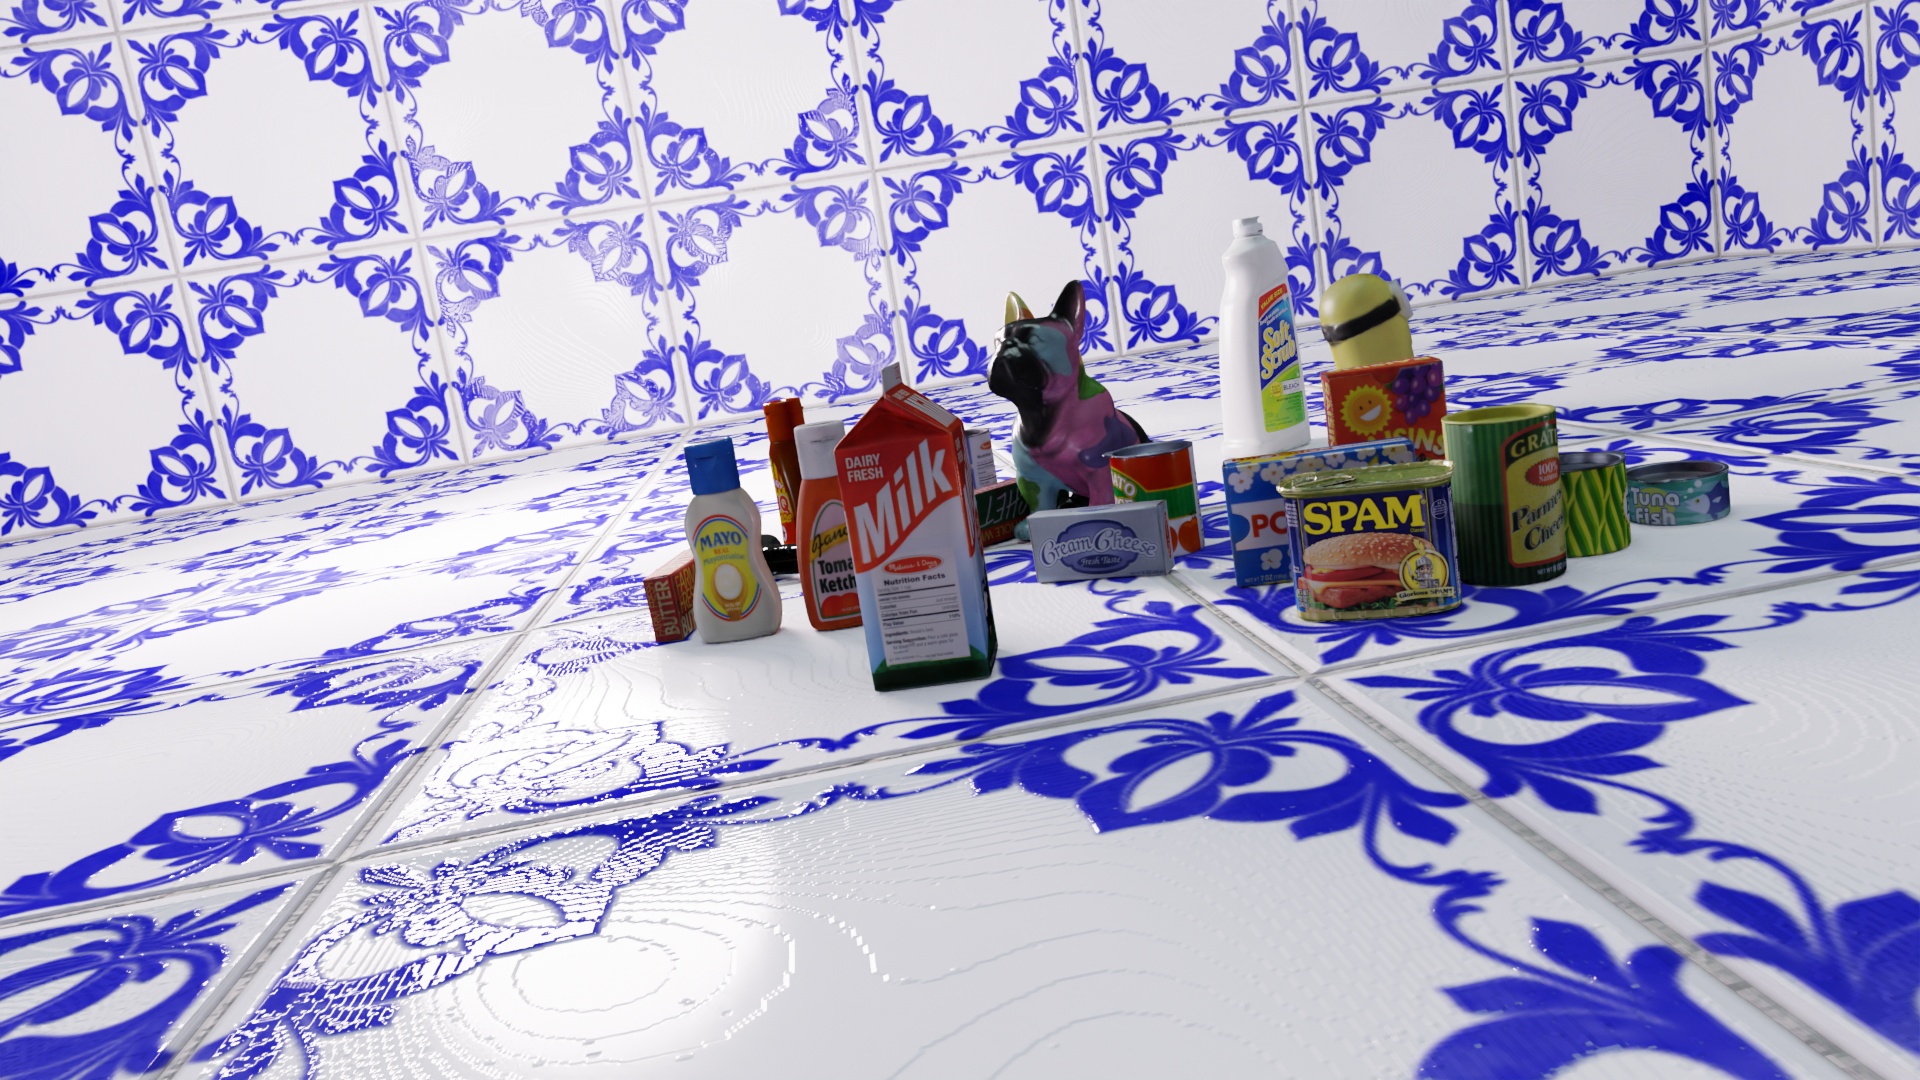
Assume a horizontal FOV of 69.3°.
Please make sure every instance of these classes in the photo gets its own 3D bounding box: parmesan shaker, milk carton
[{"bbox_3d":[0.340,-0.029,0.864,0.071,0.103,0.071,-9,10,2],"label":"parmesan shaker"},{"bbox_3d":[-0.028,-0.012,0.844,0.073,0.190,0.072,-8,10,7],"label":"milk carton"}]

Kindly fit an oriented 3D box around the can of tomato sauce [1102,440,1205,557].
[{"bbox_3d":[0.152,-0.032,1.090,0.071,0.083,0.071,-9,10,2],"label":"can of tomato sauce"}]

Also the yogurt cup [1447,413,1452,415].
[{"bbox_3d":[0.405,-0.076,1.192,0.072,0.054,0.072,-9,10,2],"label":"yogurt cup"}]

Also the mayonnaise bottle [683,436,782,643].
[{"bbox_3d":[-0.173,-0.001,1.023,0.065,0.147,0.041,-9,10,3],"label":"mayonnaise bottle"}]

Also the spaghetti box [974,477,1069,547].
[{"bbox_3d":[0.004,-0.015,1.218,0.251,0.050,0.028,-18,14,-41],"label":"spaghetti box"}]

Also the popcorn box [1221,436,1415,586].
[{"bbox_3d":[0.245,-0.020,0.941,0.127,0.085,0.038,-7,10,10],"label":"popcorn box"}]

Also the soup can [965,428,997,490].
[{"bbox_3d":[0.001,-0.067,1.402,0.071,0.083,0.071,-9,10,2],"label":"soup can"}]

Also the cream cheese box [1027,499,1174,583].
[{"bbox_3d":[0.104,0.001,1.035,0.104,0.053,0.024,-5,11,23],"label":"cream cheese box"}]

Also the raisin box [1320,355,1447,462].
[{"bbox_3d":[0.324,-0.073,1.053,0.086,0.123,0.040,-8,10,7],"label":"raisin box"}]

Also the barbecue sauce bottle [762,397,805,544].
[{"bbox_3d":[-0.158,-0.061,1.331,0.044,0.148,0.065,-13,11,-20],"label":"barbecue sauce bottle"}]

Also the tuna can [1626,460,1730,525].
[{"bbox_3d":[0.487,-0.032,0.947,0.071,0.032,0.071,-9,10,2],"label":"tuna can"}]

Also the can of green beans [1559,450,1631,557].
[{"bbox_3d":[0.401,-0.024,0.908,0.071,0.057,0.071,-9,10,2],"label":"can of green beans"}]

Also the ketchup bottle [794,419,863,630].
[{"bbox_3d":[-0.091,-0.012,1.011,0.065,0.148,0.043,-11,10,-8],"label":"ketchup bottle"}]

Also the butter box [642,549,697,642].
[{"bbox_3d":[-0.218,0.042,1.095,0.024,0.053,0.104,-8,10,8],"label":"butter box"}]
